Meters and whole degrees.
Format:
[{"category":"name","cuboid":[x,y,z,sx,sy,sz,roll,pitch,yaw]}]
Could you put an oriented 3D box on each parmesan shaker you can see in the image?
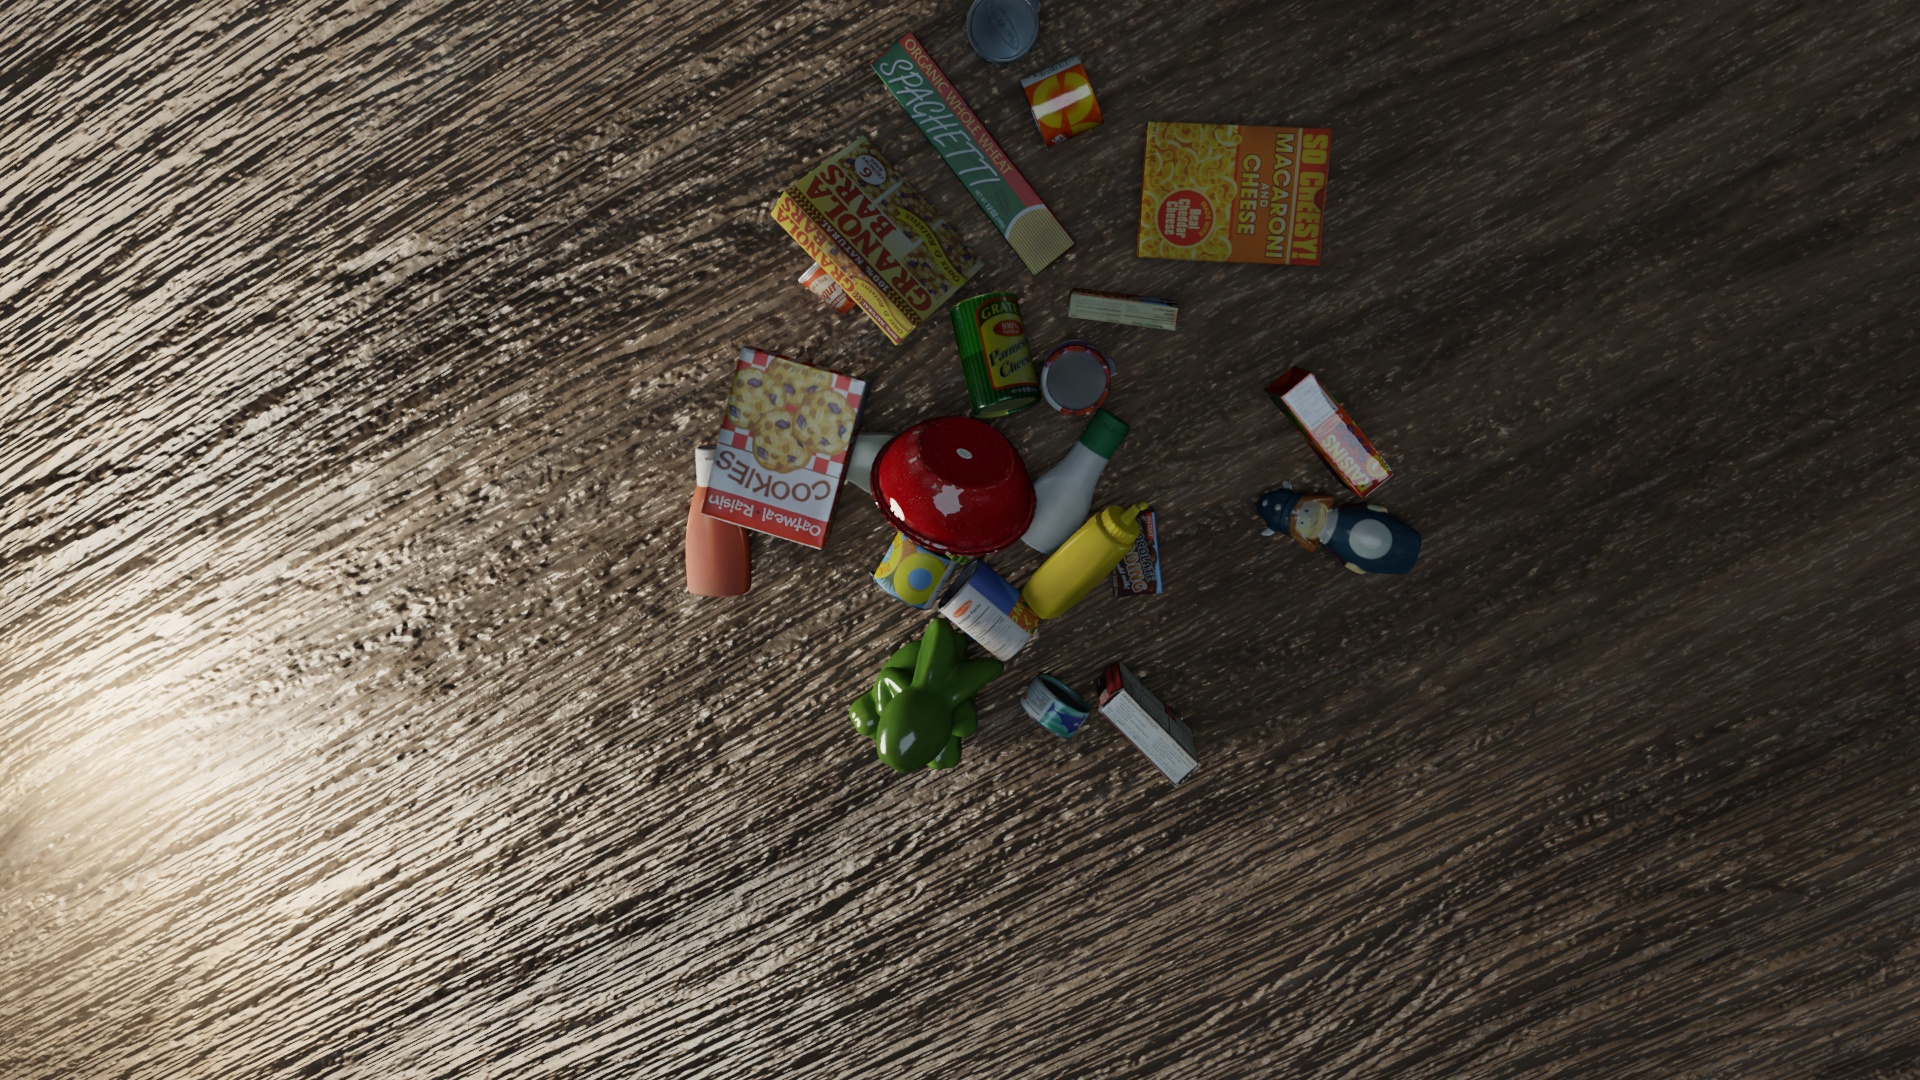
[{"category":"parmesan shaker","cuboid":[0.035,-0.173,1.300,0.071,0.071,0.103,-15,83,8]}]

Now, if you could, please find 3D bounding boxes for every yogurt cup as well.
[{"category":"yogurt cup","cuboid":[-0.111,-0.251,1.311,0.072,0.072,0.054,-43,104,12]}]

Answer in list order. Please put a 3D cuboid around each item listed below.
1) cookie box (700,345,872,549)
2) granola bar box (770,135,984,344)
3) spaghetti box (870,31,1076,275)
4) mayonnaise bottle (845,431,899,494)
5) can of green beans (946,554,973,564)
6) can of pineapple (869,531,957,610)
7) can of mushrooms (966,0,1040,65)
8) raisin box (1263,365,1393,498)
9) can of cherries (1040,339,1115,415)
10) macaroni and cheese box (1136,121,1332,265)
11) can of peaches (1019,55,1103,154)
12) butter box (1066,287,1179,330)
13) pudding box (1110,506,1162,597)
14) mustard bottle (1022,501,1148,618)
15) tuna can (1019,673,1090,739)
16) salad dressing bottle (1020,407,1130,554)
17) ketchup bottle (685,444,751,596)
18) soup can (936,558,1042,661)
[{"category":"cookie box","cuboid":[-0.166,-0.088,1.322,0.123,0.040,0.167,16,100,3]},{"category":"granola bar box","cuboid":[-0.075,-0.276,1.275,0.165,0.125,0.039,46,141,-5]},{"category":"spaghetti box","cuboid":[0.012,-0.359,1.294,0.050,0.029,0.250,-38,97,11]},{"category":"mayonnaise bottle","cuboid":[-0.120,-0.088,1.360,0.148,0.041,0.064,16,102,3]},{"category":"can of green beans","cuboid":[0.003,-0.019,1.350,0.057,0.071,0.071,-42,96,13]},{"category":"can of pineapple","cuboid":[-0.045,0.026,1.364,0.071,0.071,0.057,29,103,-2]},{"category":"can of mushrooms","cuboid":[0.042,-0.469,1.265,0.071,0.033,0.071,1,102,5]},{"category":"raisin box","cuboid":[0.342,-0.102,1.292,0.040,0.086,0.123,-39,96,7]},{"category":"can of cherries","cuboid":[0.112,-0.156,1.315,0.071,0.058,0.071,1,103,5]},{"category":"macaroni and cheese box","cuboid":[0.250,-0.318,1.276,0.166,0.040,0.123,3,104,4]},{"category":"can of peaches","cuboid":[0.093,-0.395,1.260,0.058,0.071,0.071,-22,100,9]},{"category":"butter box","cuboid":[0.152,-0.217,1.301,0.103,0.053,0.024,8,106,4]},{"category":"pudding box","cuboid":[0.170,0.011,1.361,0.050,0.030,0.083,-5,102,6]},{"category":"mustard bottle","cuboid":[0.126,0.011,1.323,0.049,0.065,0.159,51,122,13]},{"category":"tuna can","cuboid":[0.096,0.165,1.384,0.071,0.071,0.032,34,102,-3]},{"category":"salad dressing bottle","cuboid":[0.109,-0.058,1.345,0.064,0.044,0.147,34,102,2]},{"category":"ketchup bottle","cuboid":[-0.242,-0.020,1.383,0.065,0.043,0.148,1,102,4]},{"category":"soup can","cuboid":[0.030,0.067,1.367,0.084,0.071,0.071,39,103,-8]}]
